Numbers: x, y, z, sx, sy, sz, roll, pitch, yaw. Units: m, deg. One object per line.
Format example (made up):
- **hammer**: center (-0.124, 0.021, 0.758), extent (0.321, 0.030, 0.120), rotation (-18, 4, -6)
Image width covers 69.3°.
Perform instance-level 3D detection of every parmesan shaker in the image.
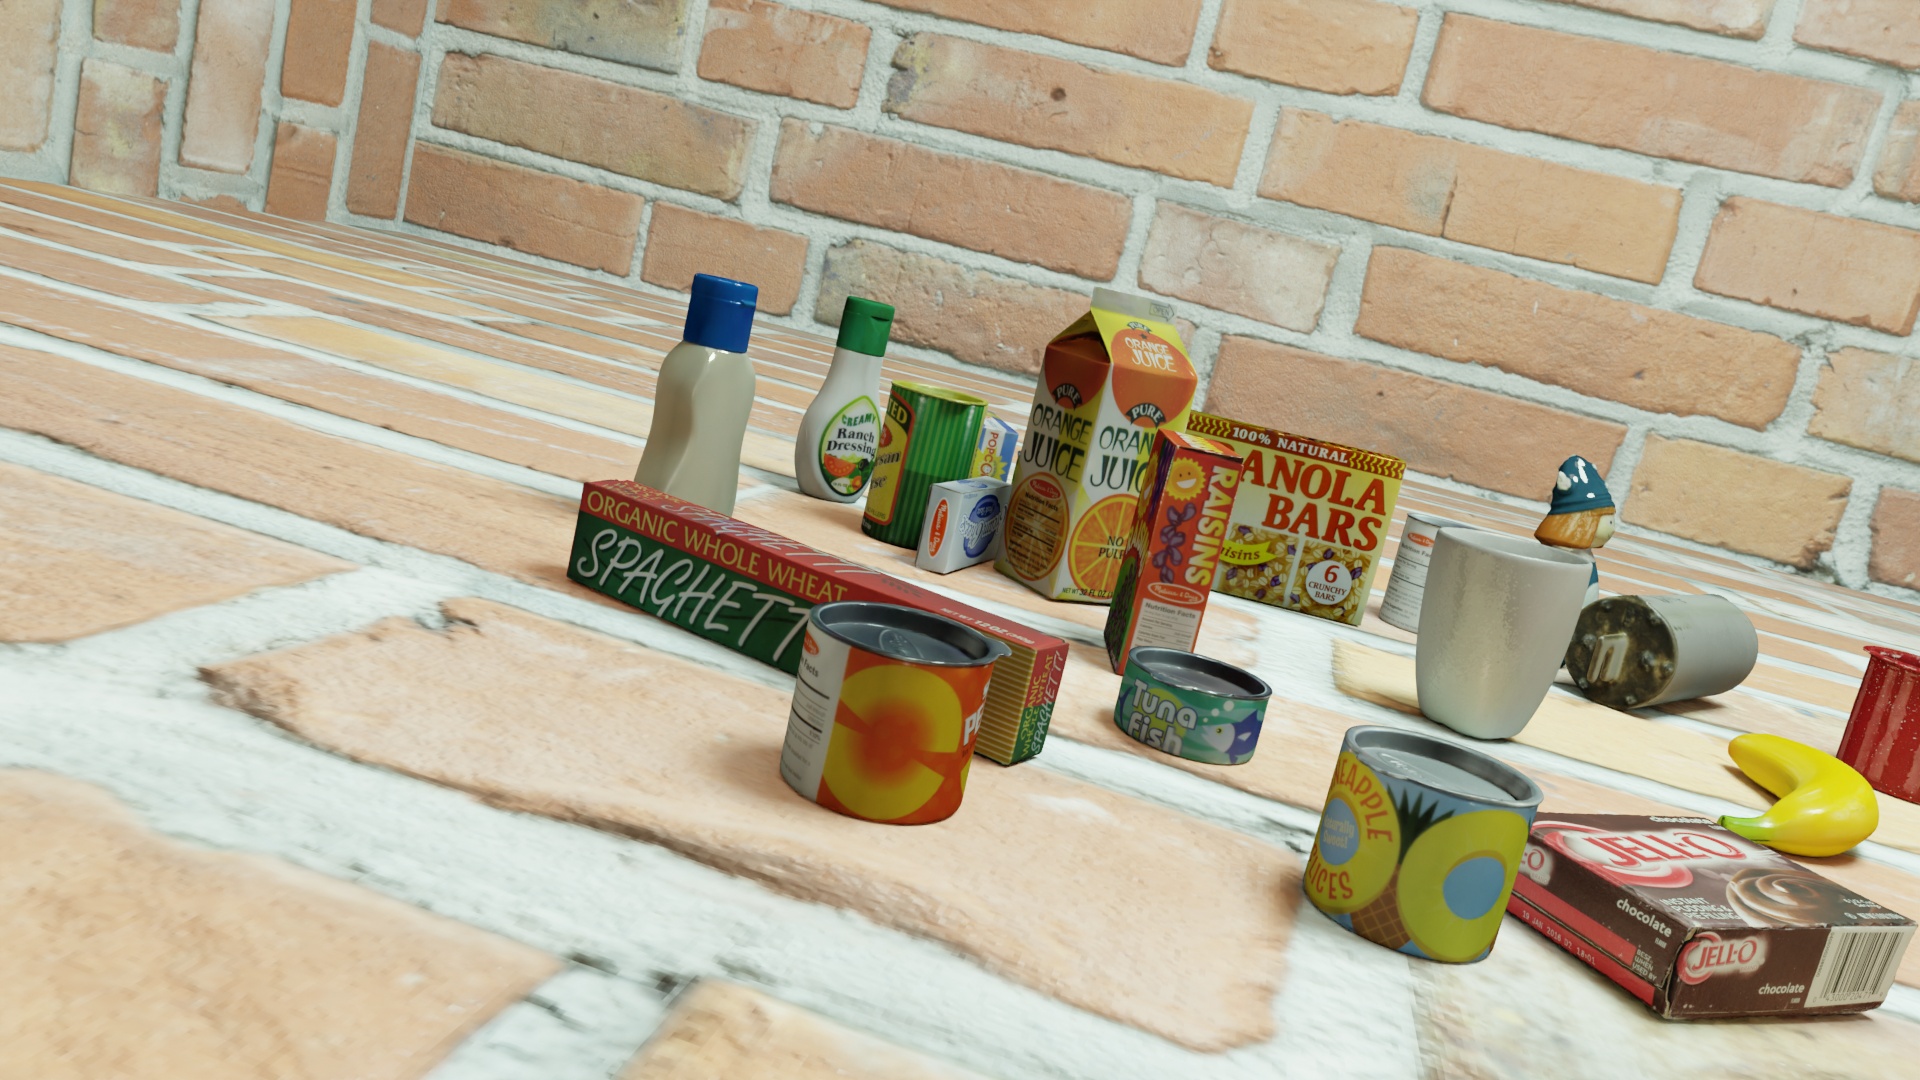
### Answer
- **parmesan shaker**: center (-0.024, -0.049, 0.923), extent (0.071, 0.103, 0.071), rotation (13, 10, -2)

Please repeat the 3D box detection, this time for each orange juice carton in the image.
- **orange juice carton**: center (0.088, -0.060, 0.876), extent (0.072, 0.192, 0.073), rotation (7, 12, -34)

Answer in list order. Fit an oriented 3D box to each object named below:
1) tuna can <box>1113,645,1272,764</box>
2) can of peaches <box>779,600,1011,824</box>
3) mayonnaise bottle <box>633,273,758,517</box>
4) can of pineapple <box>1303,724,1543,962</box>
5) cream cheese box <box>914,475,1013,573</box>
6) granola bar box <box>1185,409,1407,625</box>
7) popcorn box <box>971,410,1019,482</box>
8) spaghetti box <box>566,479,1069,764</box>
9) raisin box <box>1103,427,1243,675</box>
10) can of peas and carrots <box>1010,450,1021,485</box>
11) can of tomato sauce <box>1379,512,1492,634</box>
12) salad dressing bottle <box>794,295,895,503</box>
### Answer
- **tuna can**: center (0.103, 0.074, 0.623), extent (0.071, 0.032, 0.071), rotation (13, 10, -2)
- **can of peaches**: center (-0.023, 0.058, 0.480), extent (0.071, 0.058, 0.071), rotation (13, 10, -2)
- **mayonnaise bottle**: center (-0.145, -0.073, 0.778), extent (0.041, 0.147, 0.065), rotation (19, 11, 29)
- **can of pineapple**: center (0.154, 0.101, 0.472), extent (0.071, 0.057, 0.071), rotation (13, 10, -2)
- **cream cheese box**: center (0.003, -0.011, 0.894), extent (0.024, 0.053, 0.104), rotation (16, 11, 18)
- **granola bar box**: center (0.224, -0.019, 1.012), extent (0.166, 0.124, 0.039), rotation (14, 10, 4)
- **popcorn box**: center (0.006, -0.050, 1.017), extent (0.038, 0.085, 0.127), rotation (12, 10, -9)
- **spaghetti box**: center (-0.072, 0.029, 0.599), extent (0.250, 0.050, 0.029), rotation (19, 11, 28)
- **raisin box**: center (0.112, 0.007, 0.740), extent (0.040, 0.123, 0.086), rotation (13, 10, 0)
- **can of peas and carrots**: center (0.067, -0.033, 1.073), extent (0.071, 0.058, 0.071), rotation (13, 10, -2)
- **can of tomato sauce**: center (0.361, 0.028, 1.049), extent (0.071, 0.083, 0.071), rotation (13, 10, -2)
- **salad dressing bottle**: center (-0.082, -0.103, 1.018), extent (0.064, 0.147, 0.044), rotation (5, 13, -39)
